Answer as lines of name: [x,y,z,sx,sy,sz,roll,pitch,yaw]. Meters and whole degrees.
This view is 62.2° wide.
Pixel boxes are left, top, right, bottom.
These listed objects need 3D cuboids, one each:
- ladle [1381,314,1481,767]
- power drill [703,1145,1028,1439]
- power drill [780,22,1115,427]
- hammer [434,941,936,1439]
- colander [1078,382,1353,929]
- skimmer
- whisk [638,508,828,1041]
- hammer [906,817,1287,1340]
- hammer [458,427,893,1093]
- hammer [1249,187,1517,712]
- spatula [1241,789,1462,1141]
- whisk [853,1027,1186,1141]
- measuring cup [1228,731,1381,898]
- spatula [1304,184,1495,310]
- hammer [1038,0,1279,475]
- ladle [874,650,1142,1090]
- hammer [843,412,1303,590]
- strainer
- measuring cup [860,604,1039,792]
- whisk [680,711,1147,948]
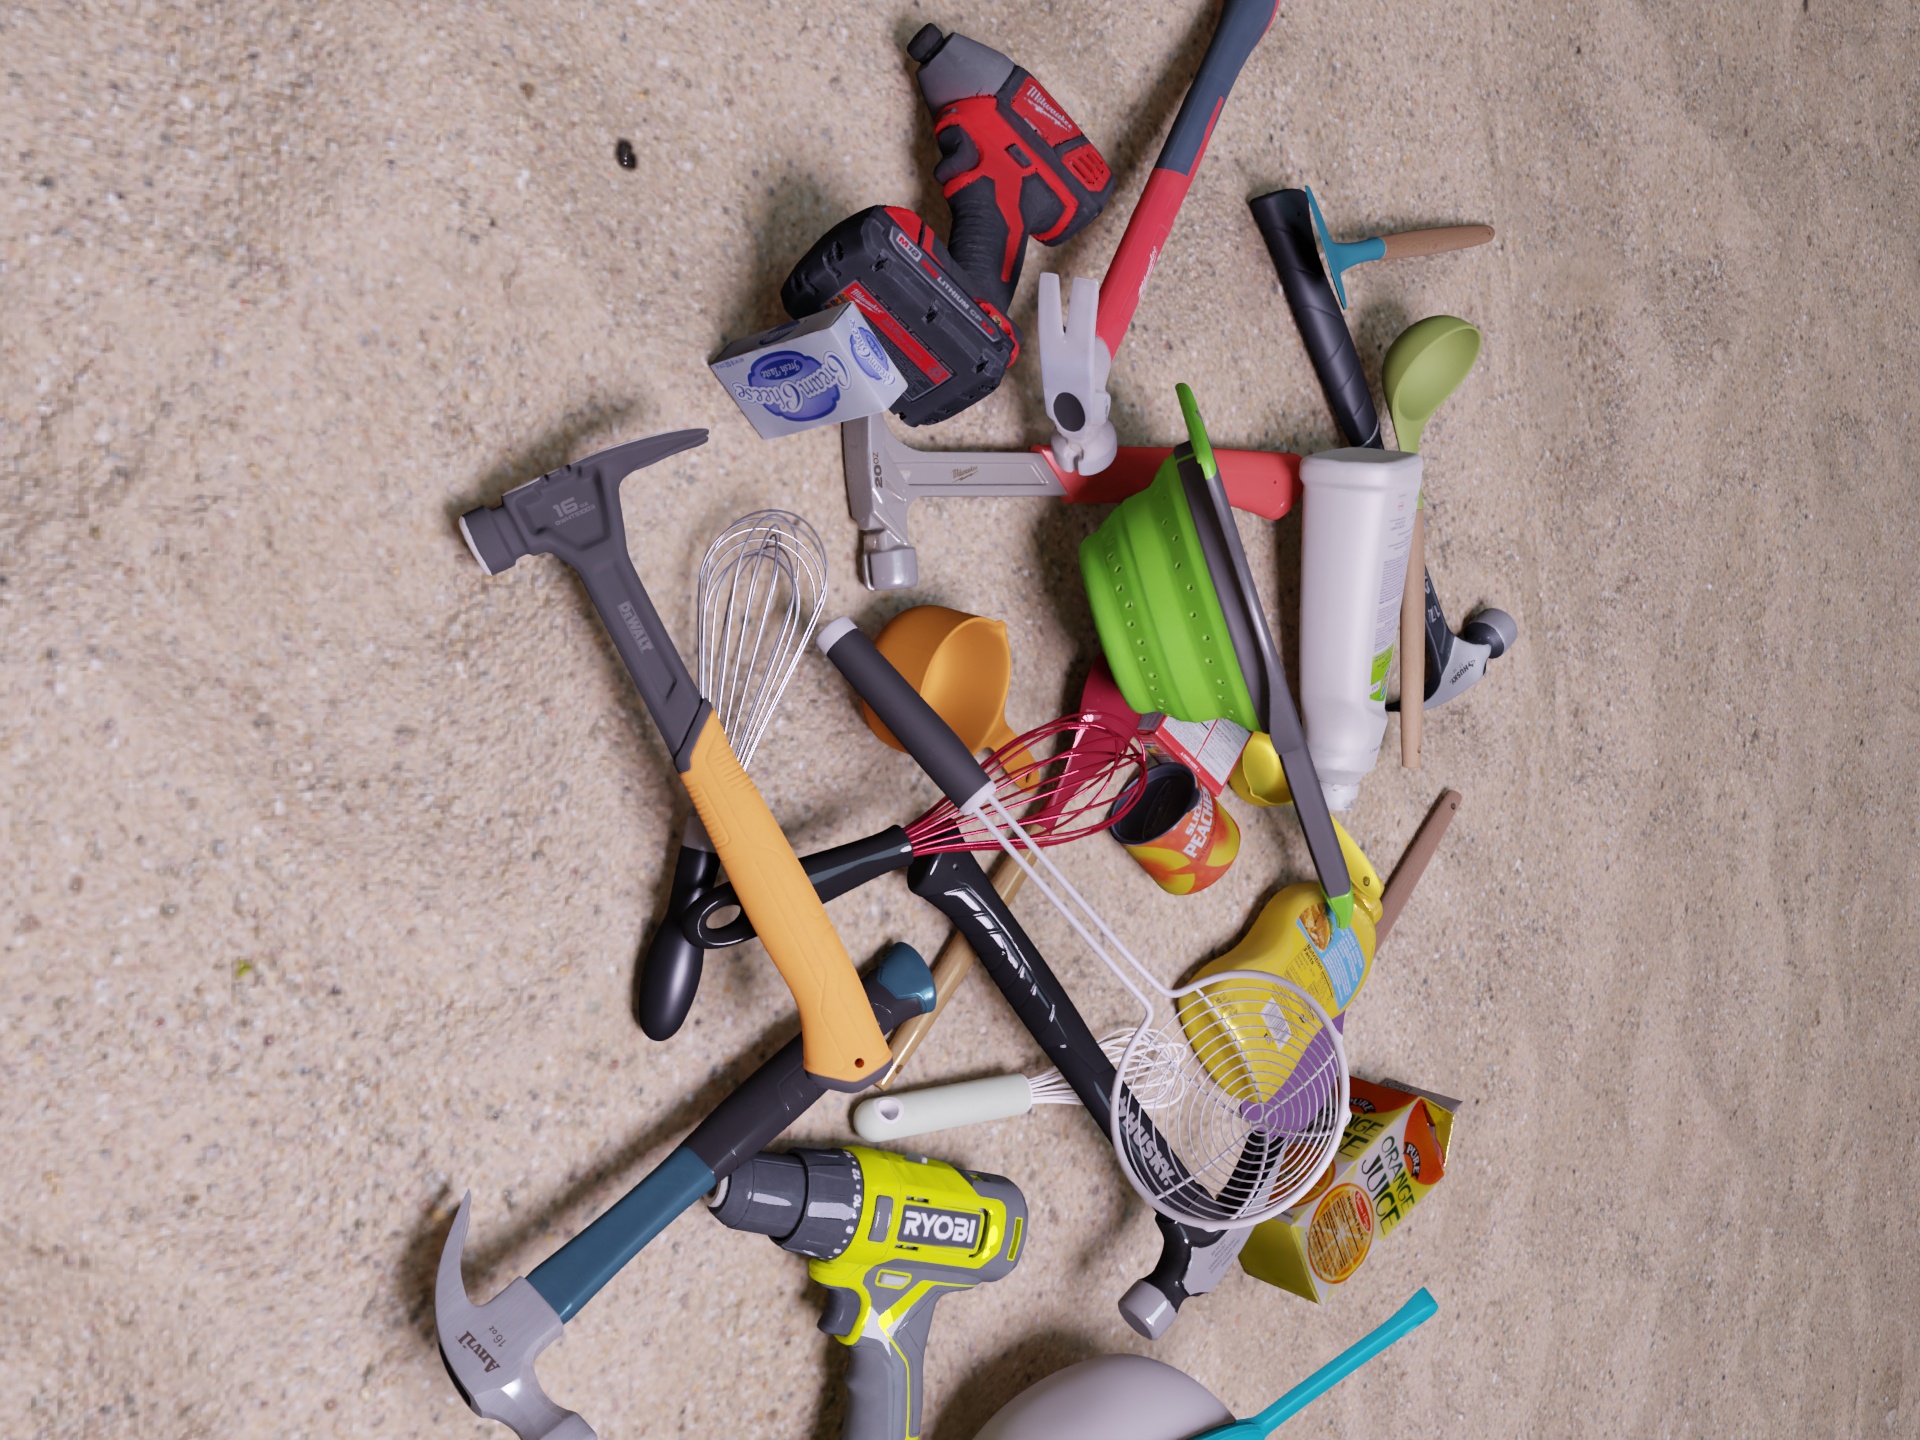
ladle: [0.332,-0.123,1.129,0.078,0.062,0.320,-8,100,-42]
power drill: [-0.071,0.349,0.872,0.190,0.080,0.228,19,78,-30]
power drill: [-0.003,-0.281,0.874,0.143,0.078,0.220,41,54,-23]
hammer: [-0.125,0.221,0.819,0.331,0.128,0.033,-37,158,-39]
colander: [0.158,-0.006,0.983,0.205,0.094,0.396,-91,160,-55]
skimmer: [0.044,0.085,0.791,0.127,0.090,0.363,-43,82,9]
whisk: [-0.125,0.028,0.830,0.070,0.070,0.284,14,88,-37]
hammer: [0.075,0.198,0.950,0.146,0.035,0.334,-40,105,-25]
hammer: [-0.112,0.026,0.780,0.127,0.034,0.337,-27,94,-10]
hammer: [0.295,-0.190,1.154,0.149,0.036,0.408,-39,114,-28]
spatula: [0.300,0.175,1.181,0.059,0.018,0.316,42,67,-13]
whisk: [0.043,0.227,0.975,0.246,0.059,0.058,-2,49,-33]
measuring cup: [0.240,0.068,1.108,0.156,0.029,0.062,50,63,-15]
spatula: [0.318,-0.340,1.131,0.317,0.044,0.082,-23,95,-45]
hammer: [0.126,-0.337,0.957,0.143,0.038,0.386,77,32,-58]
ladle: [0.034,0.087,0.969,0.315,0.031,0.069,-57,140,-18]
hammer: [0.085,-0.163,0.992,0.359,0.037,0.149,-7,96,-37]
strainer: [0.123,0.412,0.954,0.340,0.095,0.210,-31,146,-8]
measuring cup: [-0.001,-0.003,0.933,0.095,0.052,0.173,-62,148,-15]
whisk: [-0.015,0.062,0.862,0.296,0.073,0.073,-20,104,-27]
